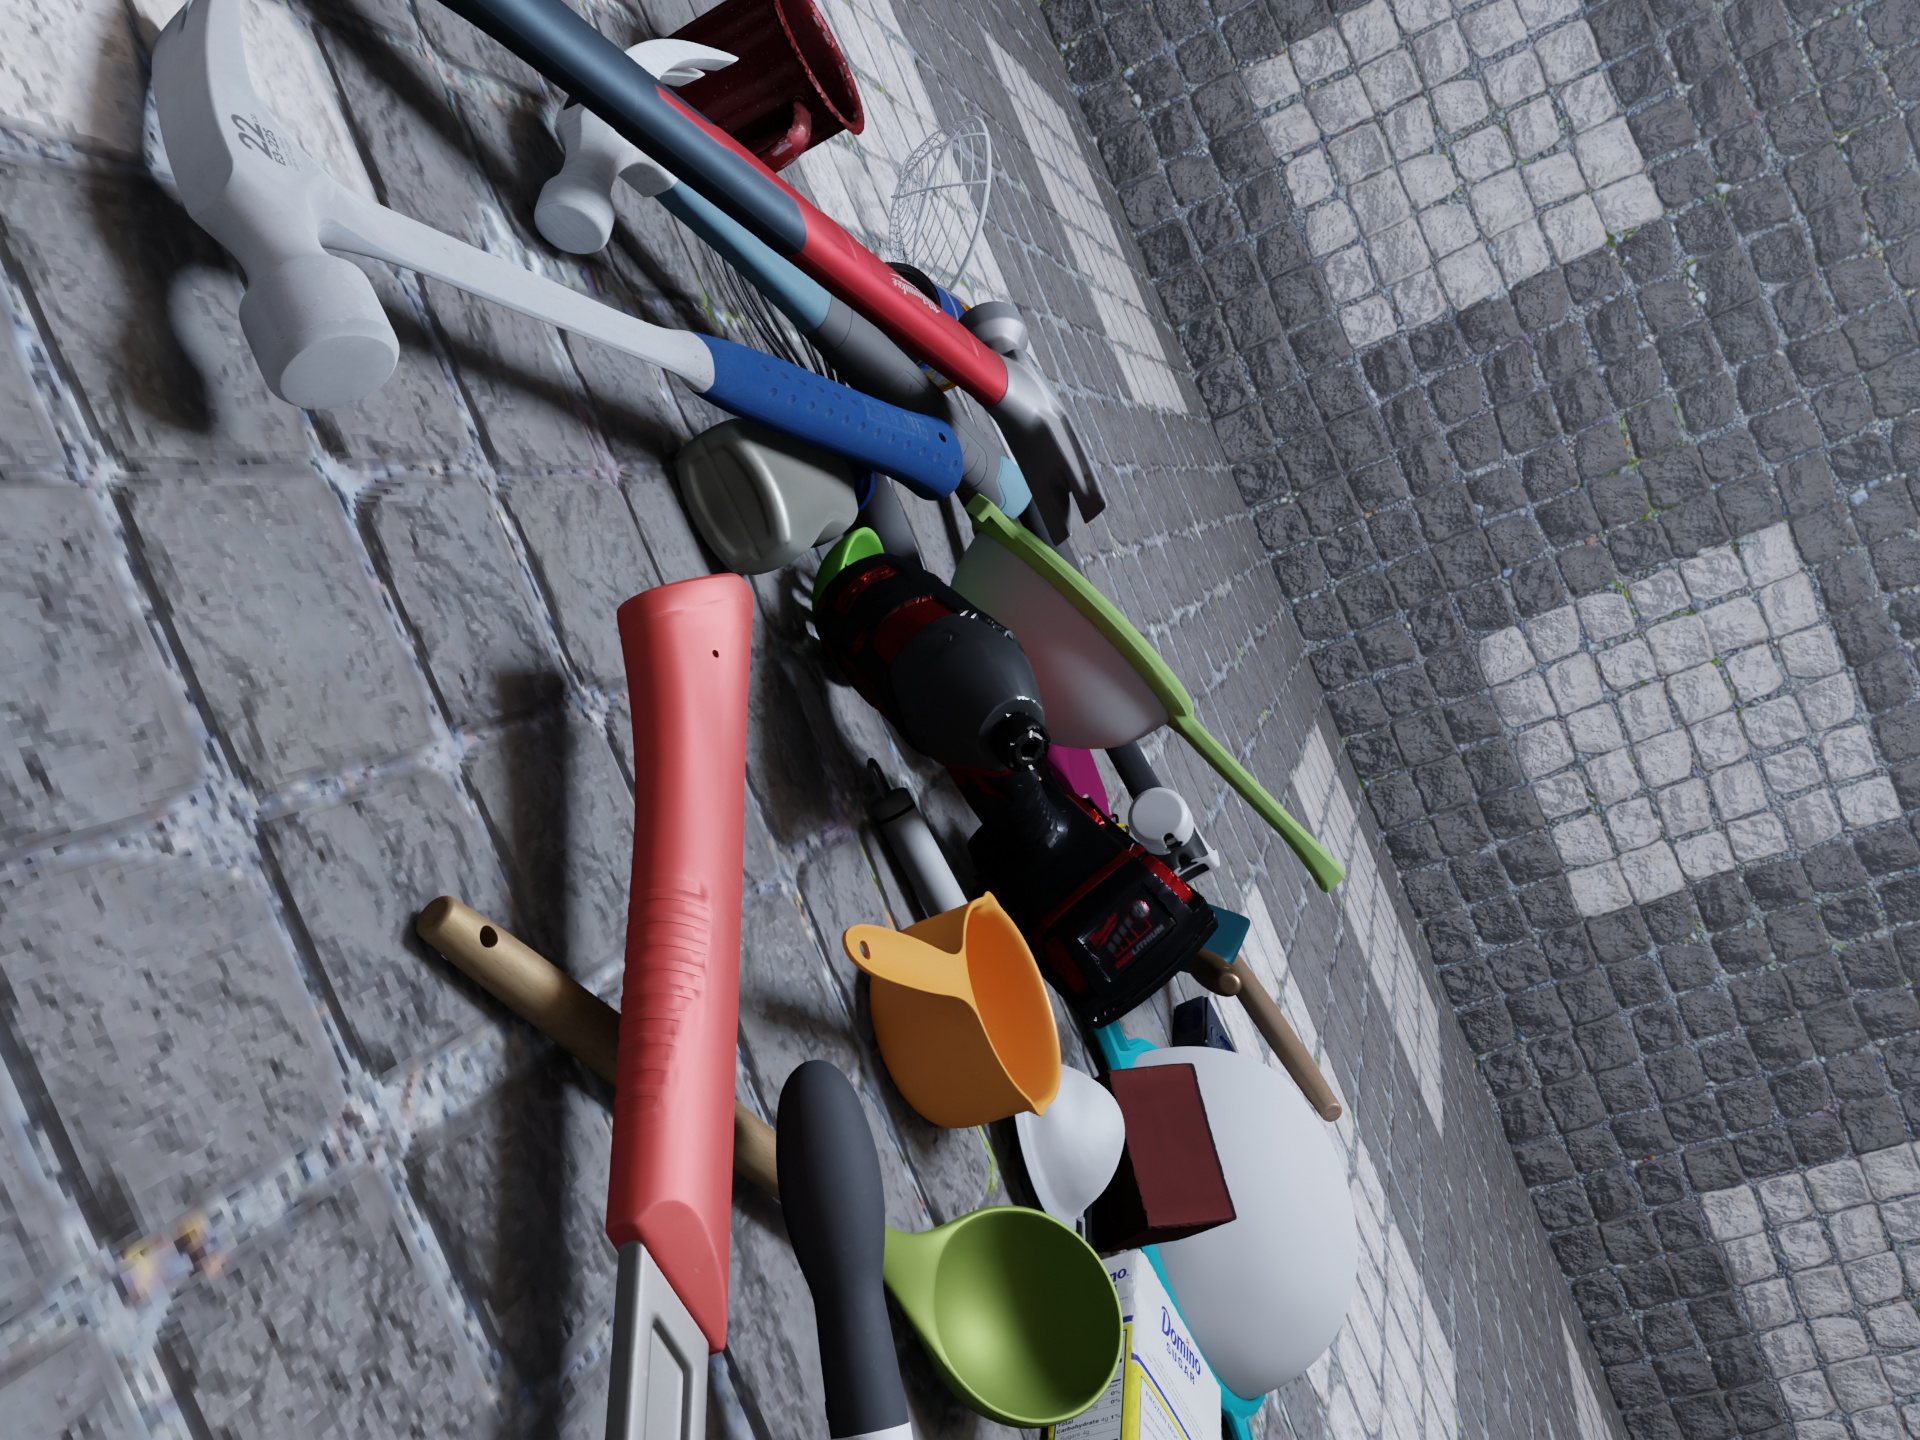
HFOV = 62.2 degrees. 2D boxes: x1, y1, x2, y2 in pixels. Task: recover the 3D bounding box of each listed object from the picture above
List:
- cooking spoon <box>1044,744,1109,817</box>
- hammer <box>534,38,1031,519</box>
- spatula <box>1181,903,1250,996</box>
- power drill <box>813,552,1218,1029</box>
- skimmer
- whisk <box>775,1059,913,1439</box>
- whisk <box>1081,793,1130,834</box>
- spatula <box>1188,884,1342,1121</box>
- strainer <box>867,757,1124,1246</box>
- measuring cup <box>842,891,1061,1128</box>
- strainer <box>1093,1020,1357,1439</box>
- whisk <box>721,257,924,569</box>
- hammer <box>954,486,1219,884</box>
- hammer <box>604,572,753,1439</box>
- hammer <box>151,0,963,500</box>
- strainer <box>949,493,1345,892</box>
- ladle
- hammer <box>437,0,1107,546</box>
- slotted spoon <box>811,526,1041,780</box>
[{"bbox_3d":[0.038,0.001,0.934,0.318,0.017,0.069,47,34,-57],"label":"cooking spoon"},{"bbox_3d":[-0.061,-0.186,0.756,0.330,0.033,0.128,37,54,-47],"label":"hammer"},{"bbox_3d":[0.138,0.127,0.905,0.317,0.082,0.044,52,54,-84],"label":"spatula"},{"bbox_3d":[0.026,0.032,0.701,0.143,0.078,0.219,41,-12,50],"label":"power drill"},{"bbox_3d":[0.045,-0.242,1.146,0.363,0.090,0.127,63,-13,-21],"label":"skimmer"},{"bbox_3d":[-0.018,0.232,0.424,0.070,0.070,0.285,30,45,-62],"label":"whisk"},{"bbox_3d":[0.096,0.082,0.974,0.051,0.047,0.244,46,6,18],"label":"whisk"},{"bbox_3d":[0.176,0.158,1.036,0.059,0.018,0.316,58,2,-27],"label":"spatula"},{"bbox_3d":[0.020,0.130,0.724,0.258,0.050,0.087,62,19,-6],"label":"strainer"},{"bbox_3d":[-0.019,0.109,0.617,0.173,0.052,0.095,34,38,-57],"label":"measuring cup"},{"bbox_3d":[0.139,0.212,0.877,0.340,0.095,0.211,66,18,-10],"label":"strainer"},{"bbox_3d":[-0.064,-0.159,0.817,0.055,0.055,0.239,-53,123,-69],"label":"whisk"},{"bbox_3d":[0.062,-0.045,0.952,0.335,0.035,0.146,63,6,27],"label":"hammer"},{"bbox_3d":[-0.068,0.113,0.417,0.149,0.036,0.359,35,40,-42],"label":"hammer"},{"bbox_3d":[-0.106,-0.140,0.584,0.144,0.035,0.405,62,22,15],"label":"hammer"},{"bbox_3d":[0.078,0.005,0.792,0.256,0.069,0.151,46,-2,9],"label":"strainer"},{"bbox_3d":[-0.044,0.142,0.502,0.319,0.062,0.078,50,33,-38],"label":"ladle"},{"bbox_3d":[-0.073,-0.196,0.641,0.386,0.038,0.143,26,35,-48],"label":"hammer"},{"bbox_3d":[-0.001,-0.003,0.834,0.313,0.031,0.070,47,50,-53],"label":"slotted spoon"}]
